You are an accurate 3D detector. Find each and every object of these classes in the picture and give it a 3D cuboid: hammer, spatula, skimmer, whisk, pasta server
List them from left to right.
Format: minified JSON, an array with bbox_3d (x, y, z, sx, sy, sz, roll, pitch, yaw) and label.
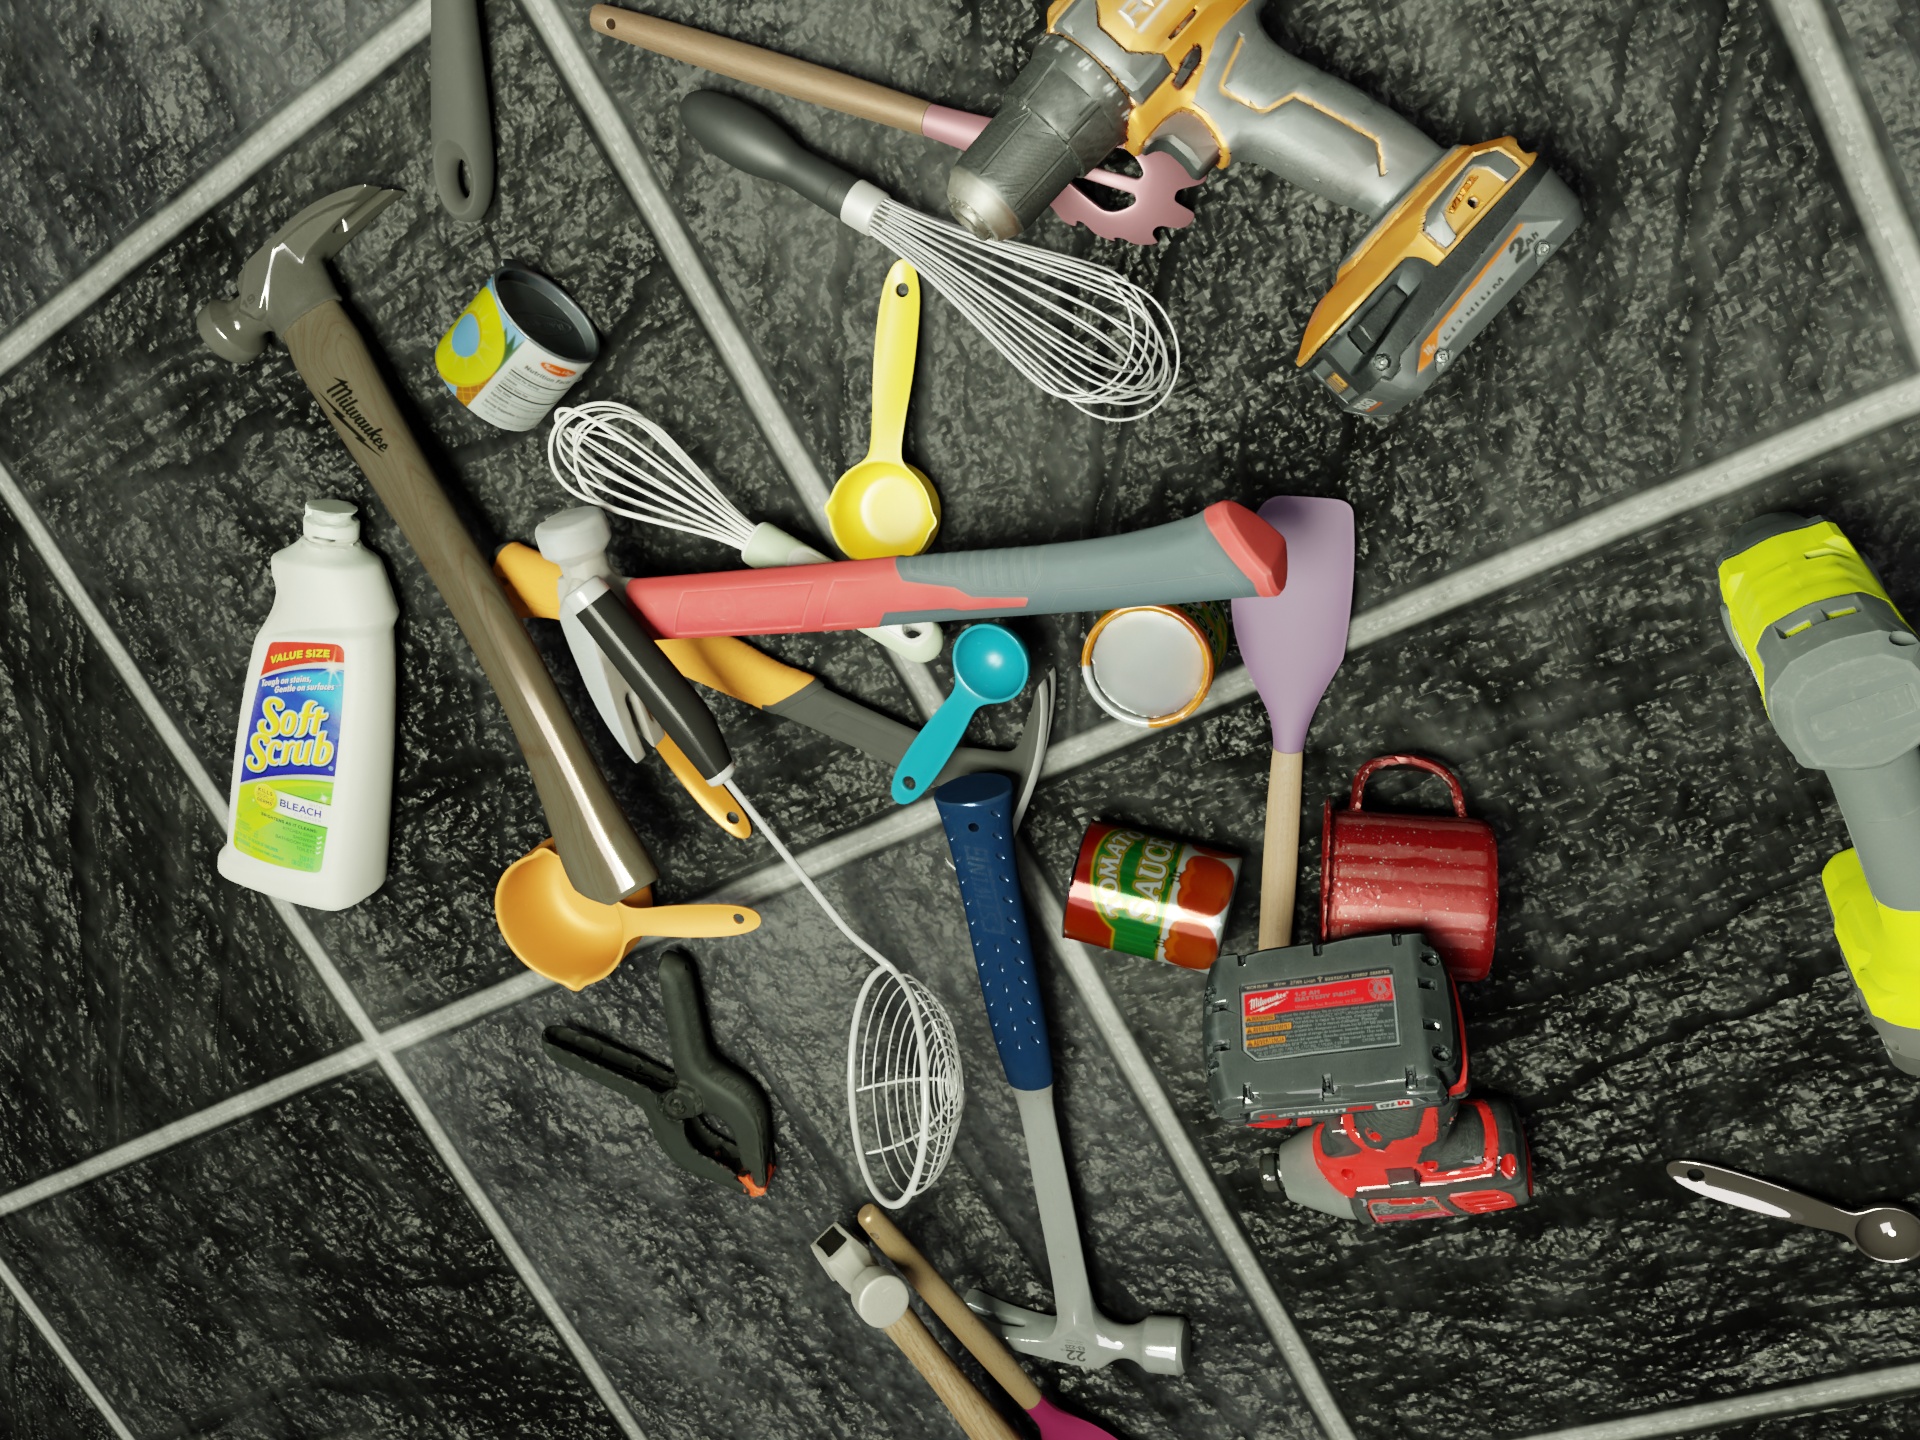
[{"bbox_3d":[-0.251,-0.395,0.779,0.073,0.073,0.295,13,121,13],"label":"whisk"},{"bbox_3d":[-0.272,-0.088,0.880,0.146,0.038,0.410,-29,90,25],"label":"hammer"},{"bbox_3d":[-0.115,-0.099,0.842,0.246,0.058,0.059,31,161,8],"label":"whisk"},{"bbox_3d":[-0.112,0.094,0.838,0.090,0.127,0.363,-40,103,-17],"label":"skimmer"},{"bbox_3d":[-0.113,-0.030,0.887,0.337,0.034,0.127,23,117,8],"label":"hammer"},{"bbox_3d":[-0.037,-0.296,0.764,0.316,0.040,0.060,22,116,13],"label":"pasta server"},{"bbox_3d":[-0.030,-0.050,0.786,0.386,0.038,0.143,-2,119,25],"label":"hammer"},{"bbox_3d":[-0.018,-0.233,0.768,0.284,0.070,0.070,33,117,8],"label":"whisk"},{"bbox_3d":[0.011,0.439,1.004,0.031,0.130,0.331,-40,109,-15],"label":"hammer"},{"bbox_3d":[0.036,0.217,0.914,0.144,0.035,0.405,-2,116,19],"label":"hammer"},{"bbox_3d":[0.167,0.038,0.831,0.060,0.018,0.315,5,111,17],"label":"spatula"}]

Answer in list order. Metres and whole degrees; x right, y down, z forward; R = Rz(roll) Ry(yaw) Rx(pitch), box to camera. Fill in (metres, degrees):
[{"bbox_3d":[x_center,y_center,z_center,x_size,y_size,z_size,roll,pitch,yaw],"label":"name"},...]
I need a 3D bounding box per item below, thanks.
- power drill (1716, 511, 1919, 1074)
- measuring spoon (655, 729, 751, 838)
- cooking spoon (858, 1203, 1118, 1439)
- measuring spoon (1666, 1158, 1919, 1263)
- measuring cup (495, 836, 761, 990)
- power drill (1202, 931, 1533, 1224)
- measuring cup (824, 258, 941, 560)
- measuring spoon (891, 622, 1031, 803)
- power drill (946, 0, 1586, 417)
[{"bbox_3d":[0.391,0.023,0.680,0.080,0.171,0.223,-23,111,24],"label":"power drill"},{"bbox_3d":[-0.161,0.023,0.939,0.021,0.011,0.117,-34,101,24],"label":"measuring spoon"},{"bbox_3d":[0.030,0.405,0.985,0.069,0.017,0.318,-21,116,33],"label":"cooking spoon"},{"bbox_3d":[0.436,0.250,0.832,0.124,0.018,0.034,14,116,20],"label":"measuring spoon"},{"bbox_3d":[-0.192,0.109,0.958,0.173,0.052,0.095,-2,110,17],"label":"measuring cup"},{"bbox_3d":[0.201,0.195,0.805,0.143,0.079,0.219,-11,141,21],"label":"power drill"},{"bbox_3d":[-0.033,-0.156,0.822,0.062,0.029,0.156,9,102,16],"label":"measuring cup"},{"bbox_3d":[-0.001,-0.003,0.834,0.042,0.021,0.128,40,125,8],"label":"measuring spoon"},{"bbox_3d":[0.123,-0.228,0.681,0.226,0.084,0.185,43,93,0],"label":"power drill"}]
